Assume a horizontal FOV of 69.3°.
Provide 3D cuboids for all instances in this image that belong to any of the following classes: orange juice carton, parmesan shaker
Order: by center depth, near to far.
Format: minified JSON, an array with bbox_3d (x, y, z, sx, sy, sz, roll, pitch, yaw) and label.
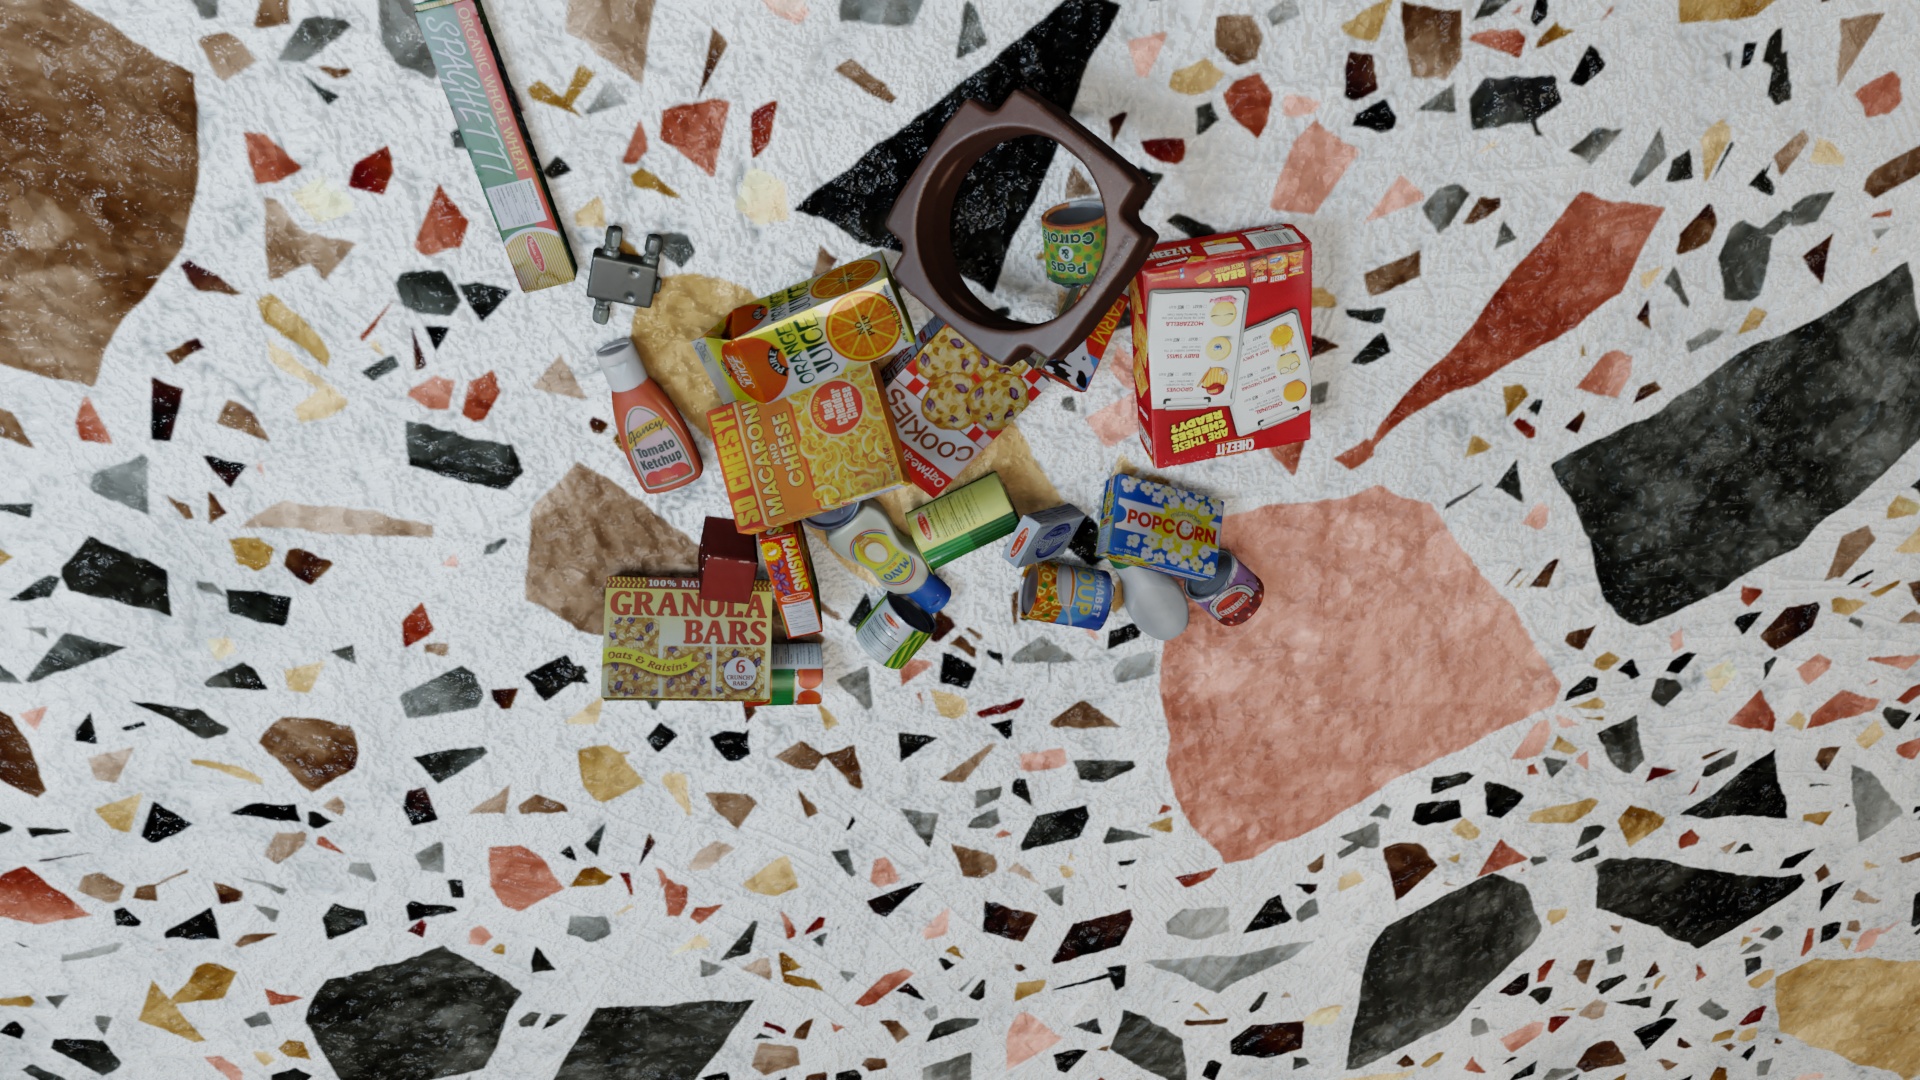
[{"bbox_3d":[-0.145,-0.189,1.277,0.193,0.073,0.071,-21,122,3],"label":"orange juice carton"},{"bbox_3d":[0.005,-0.018,1.410,0.103,0.071,0.071,-25,122,4],"label":"parmesan shaker"}]

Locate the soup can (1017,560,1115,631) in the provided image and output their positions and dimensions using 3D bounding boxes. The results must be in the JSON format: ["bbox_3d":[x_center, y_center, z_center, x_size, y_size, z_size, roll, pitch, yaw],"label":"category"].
[{"bbox_3d":[0.112,0.057,1.475,0.084,0.071,0.071,10,119,-16],"label":"soup can"}]

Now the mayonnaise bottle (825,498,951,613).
[{"bbox_3d":[-0.069,0.019,1.435,0.064,0.041,0.148,-40,119,13],"label":"mayonnaise bottle"}]

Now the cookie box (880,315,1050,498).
[{"bbox_3d":[-0.015,-0.138,1.351,0.123,0.040,0.167,37,108,-27],"label":"cookie box"}]

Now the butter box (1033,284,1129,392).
[{"bbox_3d":[0.116,-0.198,1.327,0.053,0.024,0.103,25,90,-22],"label":"butter box"}]

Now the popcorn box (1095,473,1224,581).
[{"bbox_3d":[0.208,-0.012,1.444,0.127,0.038,0.085,14,77,-18],"label":"popcorn box"}]

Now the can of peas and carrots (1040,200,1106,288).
[{"bbox_3d":[0.108,-0.272,1.275,0.071,0.071,0.058,-11,122,-4],"label":"can of peas and carrots"}]

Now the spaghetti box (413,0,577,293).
[{"bbox_3d":[-0.388,-0.332,1.171,0.050,0.029,0.248,-14,122,-2],"label":"spaghetti box"}]

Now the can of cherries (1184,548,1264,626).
[{"bbox_3d":[0.287,0.053,1.504,0.071,0.072,0.058,-43,119,15],"label":"can of cherries"}]

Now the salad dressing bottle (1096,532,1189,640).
[{"bbox_3d":[0.196,0.043,1.499,0.064,0.044,0.147,-29,120,10],"label":"salad dressing bottle"}]

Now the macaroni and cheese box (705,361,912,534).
[{"bbox_3d":[-0.143,-0.087,1.307,0.166,0.040,0.124,-17,84,11],"label":"macaroni and cheese box"}]

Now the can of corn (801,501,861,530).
[{"bbox_3d":[-0.131,-0.054,1.369,0.071,0.058,0.070,-5,121,-7],"label":"can of corn"}]

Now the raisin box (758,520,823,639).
[{"bbox_3d":[-0.170,0.023,1.392,0.040,0.086,0.122,-12,122,-1],"label":"raisin box"}]

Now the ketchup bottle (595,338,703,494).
[{"bbox_3d":[-0.297,-0.118,1.309,0.065,0.044,0.148,-18,122,1],"label":"ketchup bottle"}]

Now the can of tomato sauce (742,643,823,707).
[{"bbox_3d":[-0.190,0.144,1.473,0.083,0.071,0.070,0,121,-11],"label":"can of tomato sauce"}]

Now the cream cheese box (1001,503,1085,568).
[{"bbox_3d":[0.086,-0.006,1.422,0.104,0.024,0.053,-14,138,-58],"label":"cream cheese box"}]

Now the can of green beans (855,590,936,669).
[{"bbox_3d":[-0.068,0.094,1.466,0.071,0.071,0.057,31,112,-25],"label":"can of green beans"}]

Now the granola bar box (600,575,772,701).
[{"bbox_3d":[-0.276,0.100,1.407,0.166,0.039,0.124,2,78,-12],"label":"granola bar box"}]
